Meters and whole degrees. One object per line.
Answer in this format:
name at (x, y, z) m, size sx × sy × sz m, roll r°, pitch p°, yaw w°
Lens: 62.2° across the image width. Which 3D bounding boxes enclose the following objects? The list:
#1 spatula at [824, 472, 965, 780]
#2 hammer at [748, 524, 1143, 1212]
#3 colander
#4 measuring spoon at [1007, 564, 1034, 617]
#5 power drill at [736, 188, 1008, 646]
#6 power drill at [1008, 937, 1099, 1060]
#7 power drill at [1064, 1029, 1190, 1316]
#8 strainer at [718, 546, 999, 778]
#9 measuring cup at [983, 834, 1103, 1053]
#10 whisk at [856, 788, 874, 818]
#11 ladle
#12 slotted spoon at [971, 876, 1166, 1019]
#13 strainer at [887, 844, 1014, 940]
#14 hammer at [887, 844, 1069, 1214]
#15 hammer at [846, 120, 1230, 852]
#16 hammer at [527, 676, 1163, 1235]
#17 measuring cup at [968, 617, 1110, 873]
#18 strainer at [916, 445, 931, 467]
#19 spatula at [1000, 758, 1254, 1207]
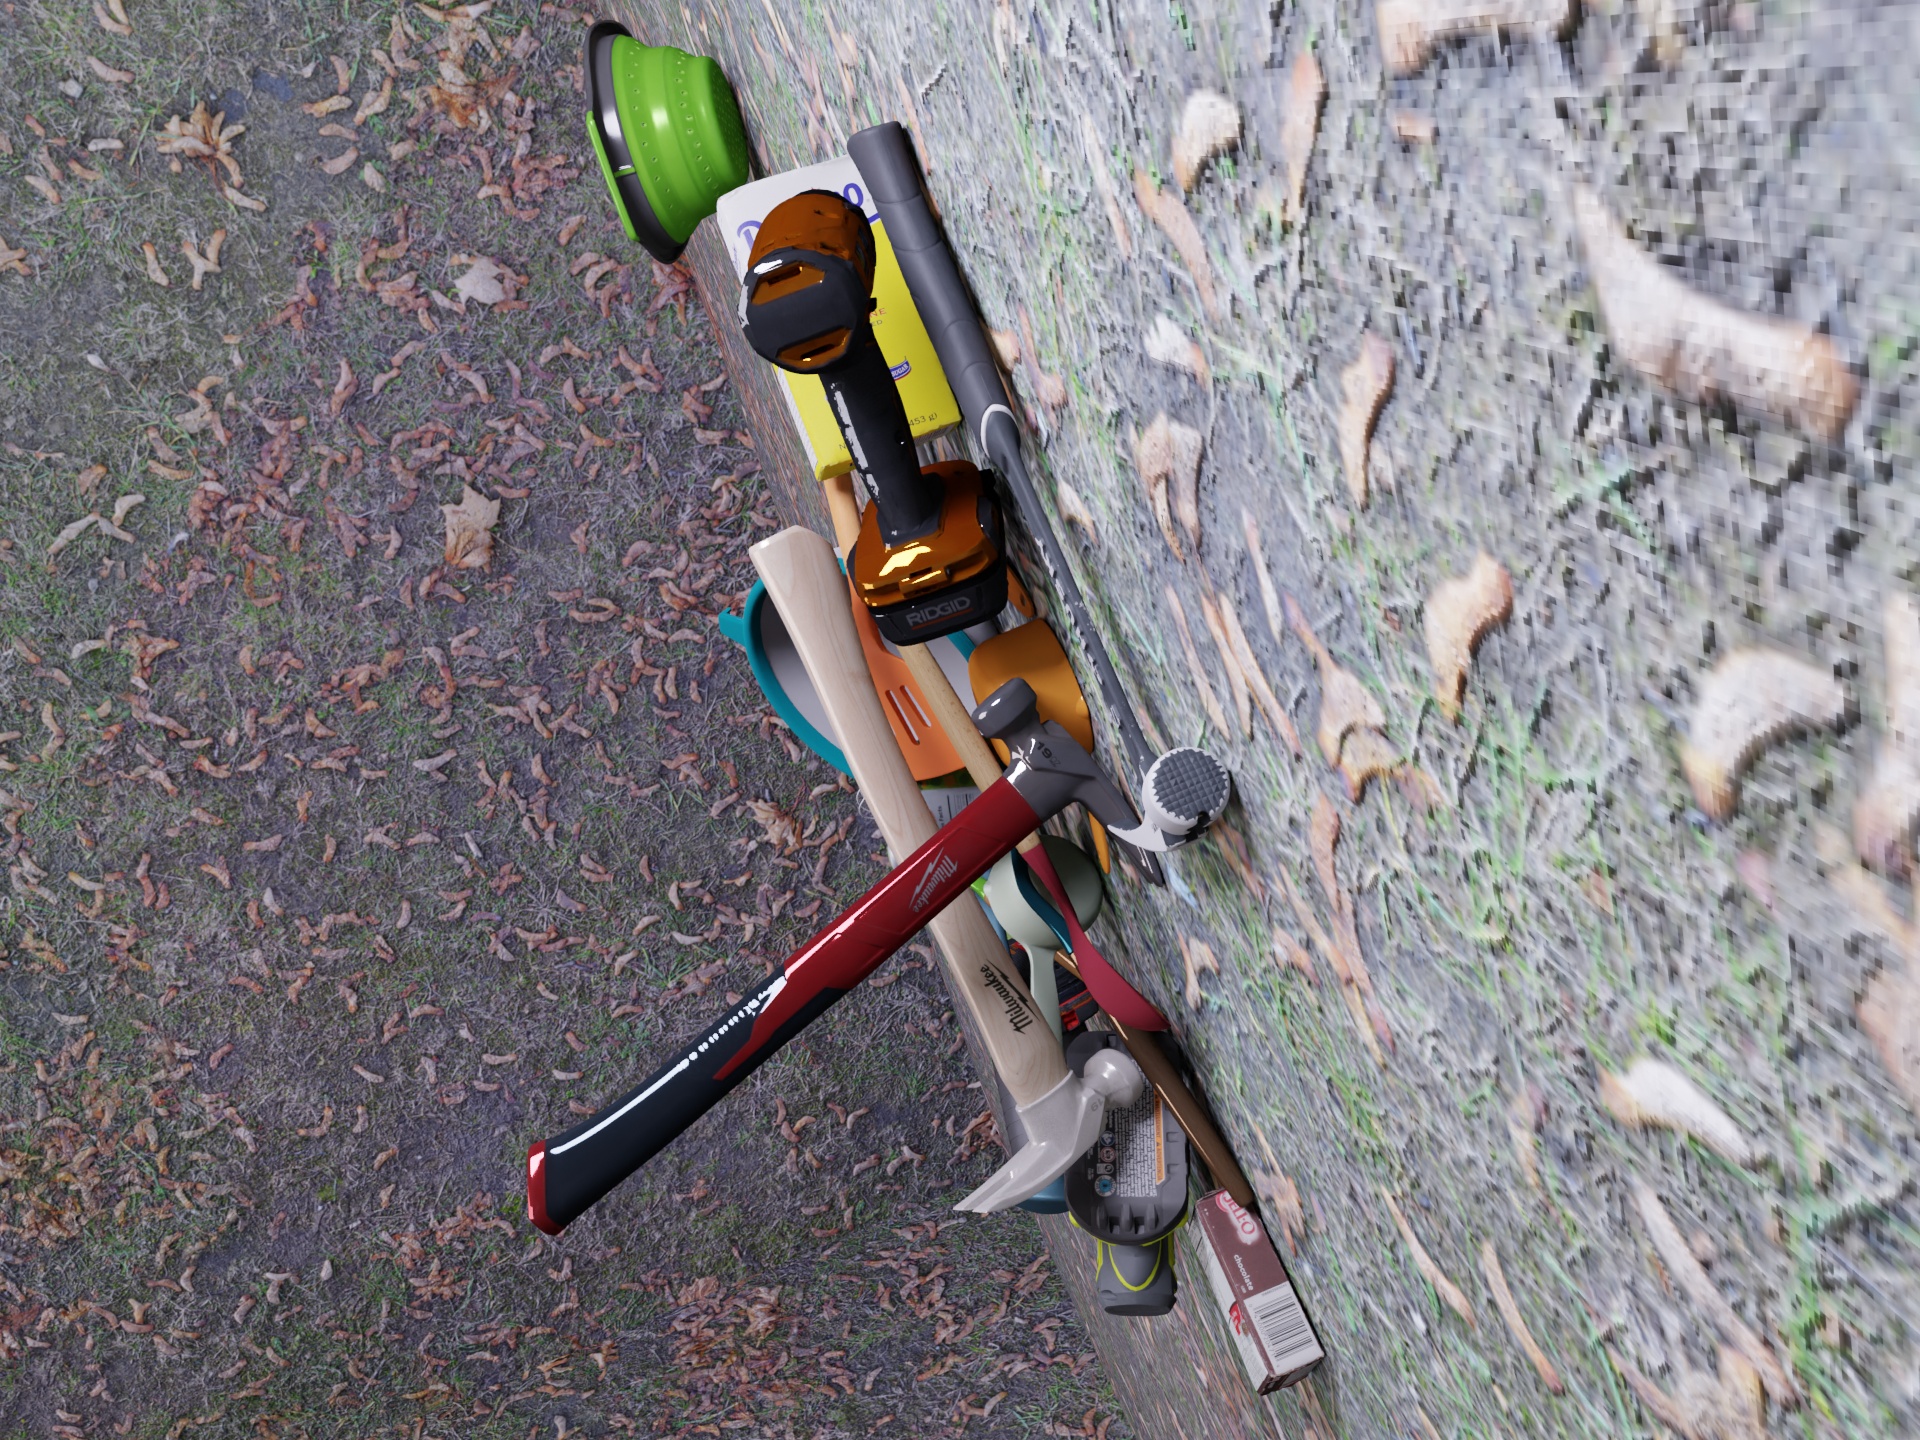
spatula at (-0.064, -0.120, 0.992) m, size 0.081 × 0.041 × 0.323 m, roll -17°, pitch 84°, yaw 39°
hammer at (-0.028, 0.082, 0.932) m, size 0.038 × 0.146 × 0.410 m, roll -18°, pitch 99°, yaw 50°
colander at (-0.242, -0.554, 1.447) m, size 0.397 × 0.094 × 0.204 m, roll -89°, pitch -15°, yaw -56°
measuring spoon at (0.023, -0.102, 0.992) m, size 0.021 × 0.011 × 0.117 m, roll 92°, pitch 155°, yaw -44°
power drill at (-0.046, -0.173, 0.858) m, size 0.164 × 0.084 × 0.226 m, roll -91°, pitch -20°, yaw -55°
power drill at (0.091, 0.287, 1.310) m, size 0.219 × 0.078 × 0.143 m, roll 67°, pitch 166°, yaw -11°
power drill at (0.117, 0.302, 1.097) m, size 0.223 × 0.080 × 0.171 m, roll 76°, pitch -167°, yaw -59°
strainer at (-0.002, -0.004, 1.139) m, size 0.340 × 0.095 × 0.211 m, roll 49°, pitch 141°, yaw -16°
measuring cup at (0.062, 0.151, 1.045) m, size 0.038 × 0.083 × 0.168 m, roll -48°, pitch 36°, yaw 48°
whisk at (-0.035, 0.010, 1.339) m, size 0.070 × 0.070 × 0.284 m, roll 65°, pitch 153°, yaw 27°
ladle at (0.030, 0.053, 0.943) m, size 0.315 × 0.031 × 0.069 m, roll 59°, pitch 178°, yaw 2°
slotted spoon at (0.037, 0.137, 1.144) m, size 0.070 × 0.031 × 0.314 m, roll 17°, pitch -169°, yaw -43°
strainer at (-0.005, 0.141, 1.441) m, size 0.151 × 0.069 × 0.256 m, roll 40°, pitch 152°, yaw -6°
hammer at (0.030, 0.207, 1.179) m, size 0.033 × 0.128 × 0.331 m, roll 70°, pitch -174°, yaw -51°
hammer at (0.028, -0.123, 0.786) m, size 0.149 × 0.036 × 0.409 m, roll 92°, pitch 157°, yaw -75°
hammer at (-0.069, 0.152, 0.871) m, size 0.143 × 0.386 × 0.038 m, roll 50°, pitch 173°, yaw -5°
measuring cup at (0.050, 0.026, 0.967) m, size 0.095 × 0.052 × 0.173 m, roll -128°, pitch 20°, yaw -67°
strainer at (-0.053, -0.236, 1.056) m, size 0.087 × 0.050 × 0.258 m, roll -78°, pitch -29°, yaw -50°
spatula at (0.097, 0.159, 0.998) m, size 0.318 × 0.044 × 0.082 m, roll 56°, pitch -178°, yaw 11°
